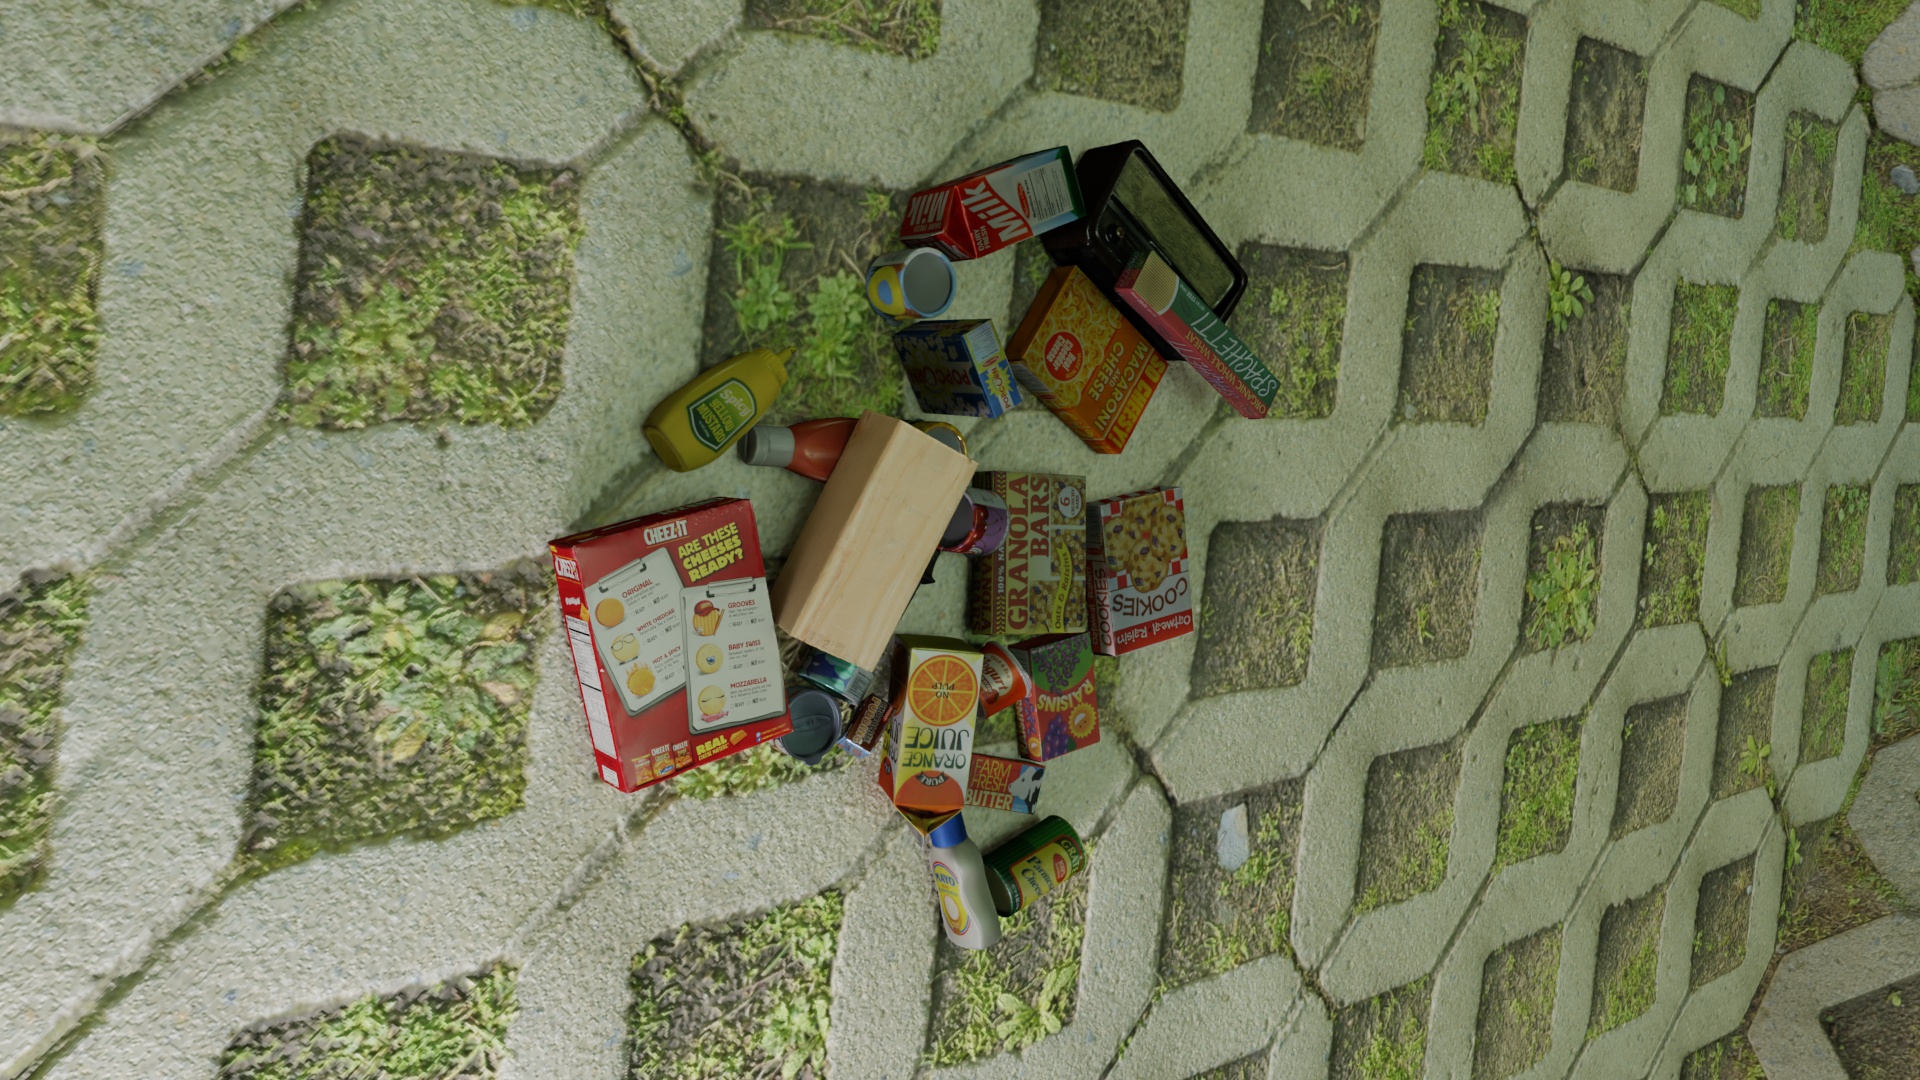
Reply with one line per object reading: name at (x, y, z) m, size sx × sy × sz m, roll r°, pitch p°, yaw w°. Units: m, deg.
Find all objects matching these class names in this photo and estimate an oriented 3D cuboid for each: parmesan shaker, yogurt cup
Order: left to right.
yogurt cup at (0.029, 0.142, 1.393) m, size 0.054 × 0.072 × 0.072 m, roll -35°, pitch 114°, yaw -21°
parmesan shaker at (0.072, 0.340, 1.441) m, size 0.103 × 0.071 × 0.071 m, roll -24°, pitch 109°, yaw -33°

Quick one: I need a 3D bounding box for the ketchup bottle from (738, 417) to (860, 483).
ketchup bottle at (-0.127, -0.083, 1.266) m, size 0.149 × 0.043 × 0.064 m, roll 2°, pitch 93°, yaw -37°

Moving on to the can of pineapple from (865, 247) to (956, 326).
can of pineapple at (-0.045, -0.239, 1.304) m, size 0.071 × 0.058 × 0.071 m, roll -4°, pitch 97°, yaw -37°

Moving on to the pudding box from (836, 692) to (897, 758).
pudding box at (-0.089, 0.174, 1.294) m, size 0.030 × 0.083 × 0.050 m, roll 33°, pitch 73°, yaw -3°

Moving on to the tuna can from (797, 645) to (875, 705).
tuna can at (-0.117, 0.123, 1.281) m, size 0.071 × 0.071 × 0.033 m, roll 36°, pitch 74°, yaw -34°

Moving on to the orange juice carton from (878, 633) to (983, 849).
orange juice carton at (-0.032, 0.191, 1.331) m, size 0.073 × 0.072 × 0.192 m, roll 6°, pitch 95°, yaw -17°

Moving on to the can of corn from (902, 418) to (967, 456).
can of corn at (-0.034, -0.084, 1.327) m, size 0.071 × 0.058 × 0.071 m, roll -4°, pitch 97°, yaw -37°

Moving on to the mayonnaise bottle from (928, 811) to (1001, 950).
mayonnaise bottle at (-0.002, 0.333, 1.389) m, size 0.041 × 0.064 × 0.147 m, roll -23°, pitch 103°, yaw -37°

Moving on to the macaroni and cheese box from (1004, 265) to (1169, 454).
macaroni and cheese box at (0.132, -0.187, 1.454) m, size 0.166 × 0.040 × 0.124 m, roll 40°, pitch 71°, yaw -32°

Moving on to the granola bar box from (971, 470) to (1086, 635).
granola bar box at (0.071, 0.013, 1.418) m, size 0.124 × 0.039 × 0.165 m, roll 1°, pitch 88°, yaw -37°

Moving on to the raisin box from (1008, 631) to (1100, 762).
raisin box at (0.099, 0.162, 1.462) m, size 0.086 × 0.040 × 0.123 m, roll -13°, pitch 101°, yaw -36°

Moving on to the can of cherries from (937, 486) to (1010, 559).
can of cherries at (0.005, -0.017, 1.349) m, size 0.058 × 0.071 × 0.071 m, roll 7°, pitch 90°, yaw -55°

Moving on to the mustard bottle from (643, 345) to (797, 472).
mustard bottle at (-0.199, -0.126, 1.206) m, size 0.161 × 0.049 × 0.065 m, roll -44°, pitch 120°, yaw -25°

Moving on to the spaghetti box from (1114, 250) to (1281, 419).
spaghetti box at (0.255, -0.212, 1.463) m, size 0.249 × 0.028 × 0.050 m, roll 36°, pitch 75°, yaw -35°

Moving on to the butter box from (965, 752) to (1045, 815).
butter box at (0.039, 0.250, 1.433) m, size 0.103 × 0.024 × 0.053 m, roll 16°, pitch 85°, yaw -37°

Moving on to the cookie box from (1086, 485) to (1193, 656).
cookie box at (0.193, 0.032, 1.520) m, size 0.123 × 0.040 × 0.167 m, roll -13°, pitch 101°, yaw -35°

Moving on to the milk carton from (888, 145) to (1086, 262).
milk carton at (0.023, -0.318, 1.341) m, size 0.191 × 0.072 × 0.073 m, roll -29°, pitch 111°, yaw -33°

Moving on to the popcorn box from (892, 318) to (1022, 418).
popcorn box at (-0.004, -0.161, 1.299) m, size 0.038 × 0.126 × 0.085 m, roll -32°, pitch 113°, yaw -26°

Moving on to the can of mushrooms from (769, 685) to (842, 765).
can of mushrooms at (-0.146, 0.170, 1.282) m, size 0.071 × 0.033 × 0.071 m, roll -4°, pitch 97°, yaw -37°
